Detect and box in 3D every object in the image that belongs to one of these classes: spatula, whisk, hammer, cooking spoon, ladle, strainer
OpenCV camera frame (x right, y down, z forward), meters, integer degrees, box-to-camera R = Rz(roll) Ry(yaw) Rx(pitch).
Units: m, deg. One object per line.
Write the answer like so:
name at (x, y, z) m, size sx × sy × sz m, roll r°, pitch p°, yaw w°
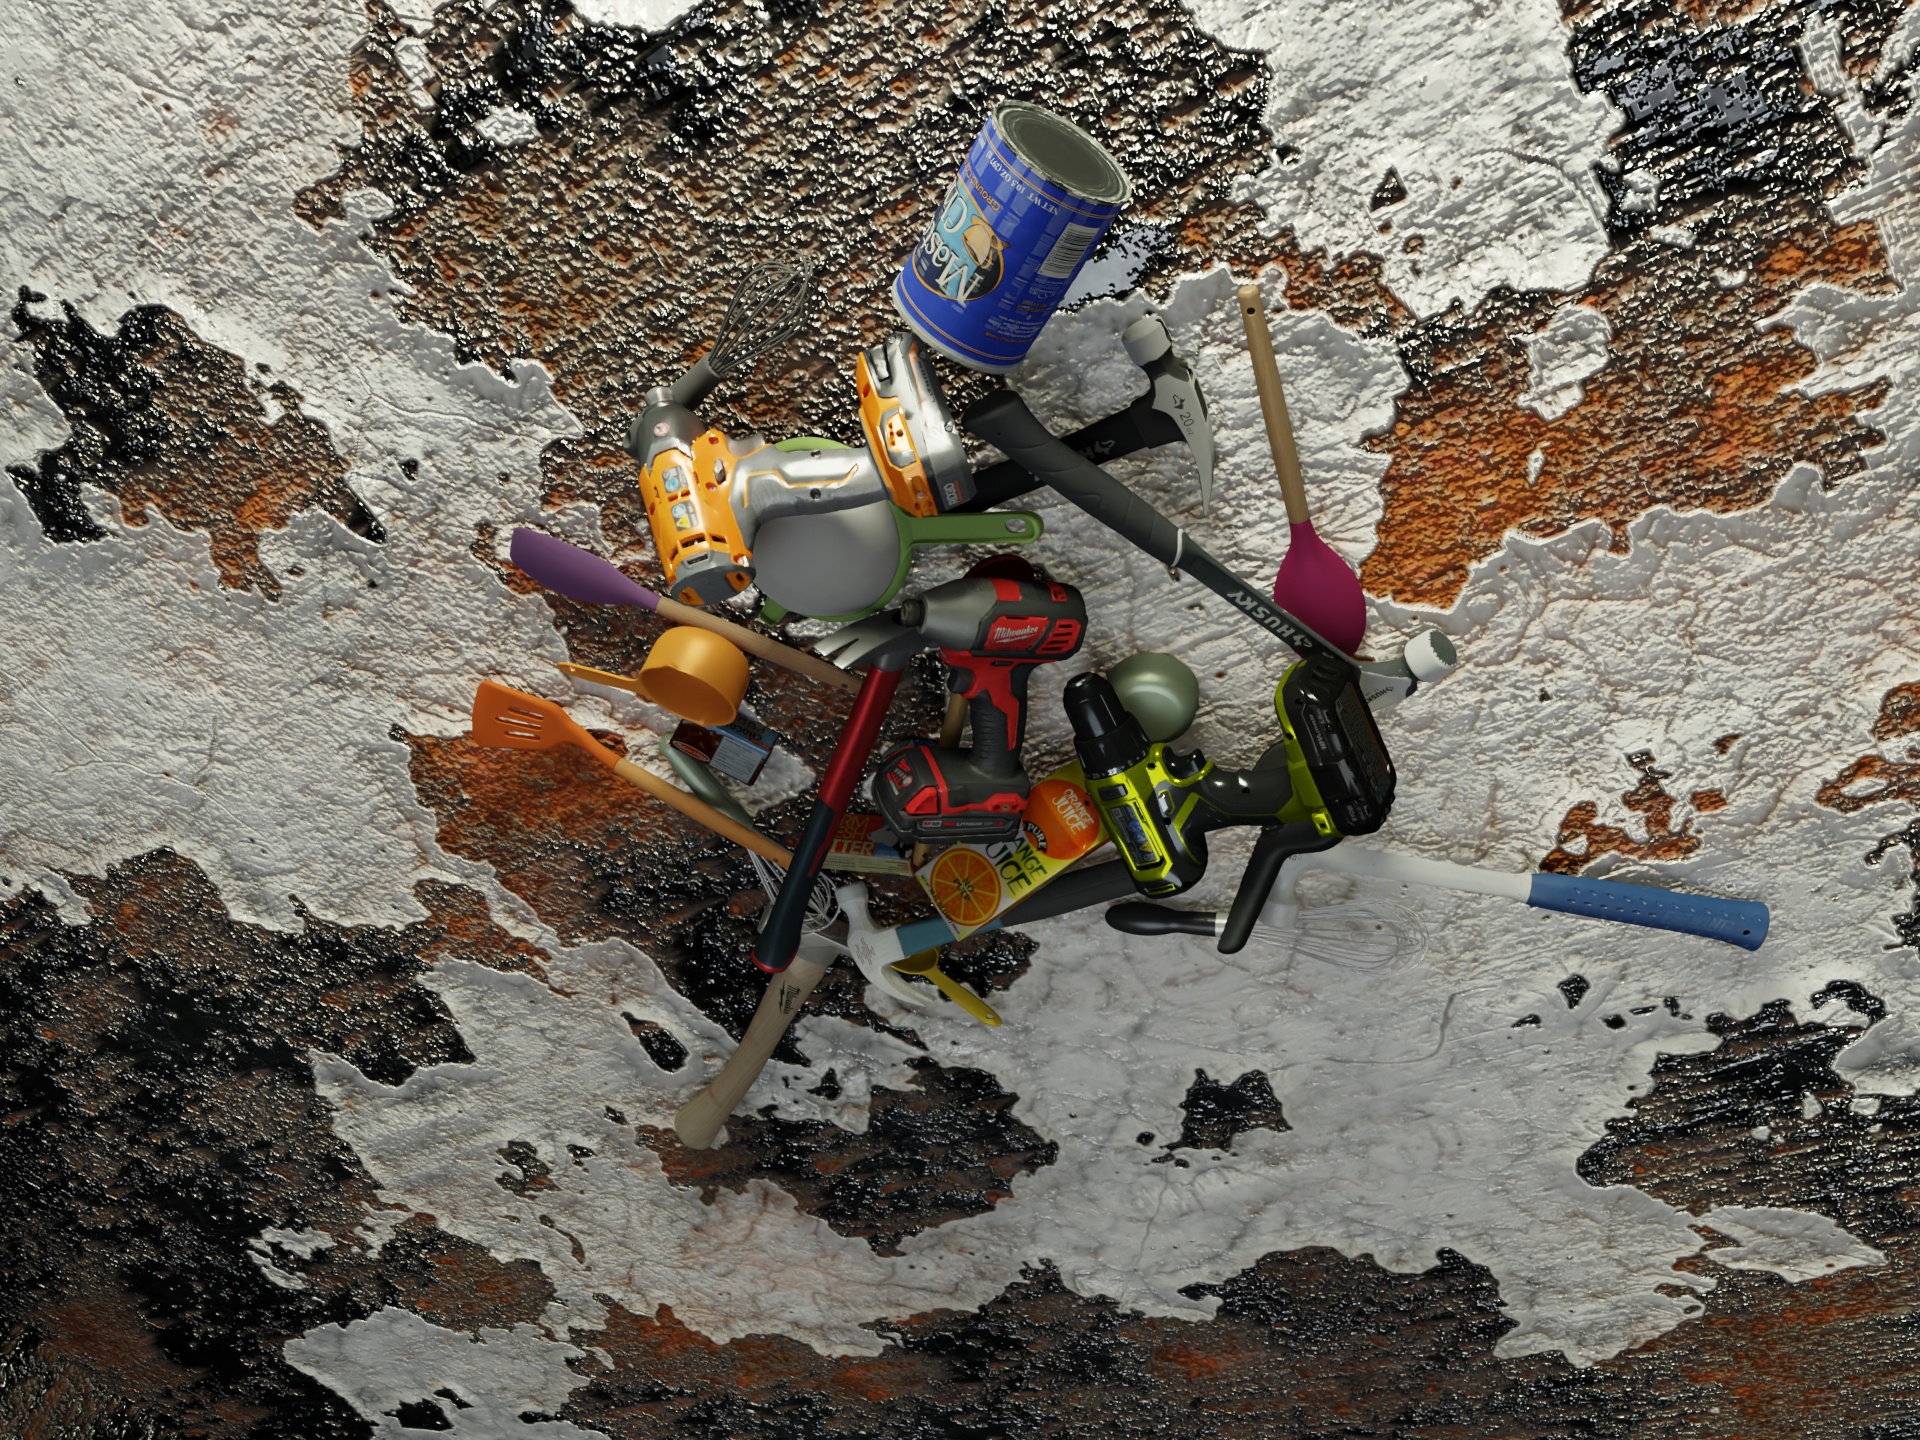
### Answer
spatula at (-0.230, -0.086, 1.338) m, size 0.316 × 0.018 × 0.059 m, roll 22°, pitch 136°, yaw -3°
whisk at (-0.182, -0.264, 1.171) m, size 0.055 × 0.055 × 0.239 m, roll 41°, pitch 130°, yaw -19°
whisk at (-0.195, 0.104, 1.468) m, size 0.059 × 0.058 × 0.246 m, roll -39°, pitch 112°, yaw -3°
whisk at (0.268, 0.183, 1.411) m, size 0.284 × 0.070 × 0.070 m, roll 3°, pitch 128°, yaw 18°
hammer at (0.170, -0.114, 1.167) m, size 0.408 × 0.036 × 0.149 m, roll 32°, pitch 137°, yaw -21°
spatula at (-0.292, 0.057, 1.428) m, size 0.322 × 0.041 × 0.081 m, roll 28°, pitch 130°, yaw 8°
cooking spoon at (0.241, -0.168, 1.157) m, size 0.069 × 0.017 × 0.318 m, roll -8°, pitch 126°, yaw 19°
hammer at (0.032, -0.173, 1.194) m, size 0.335 × 0.035 × 0.146 m, roll -19°, pitch 120°, yaw 26°
hammer at (-0.201, 0.338, 1.656) m, size 0.146 × 0.038 × 0.410 m, roll 25°, pitch 130°, yaw -8°
hammer at (0.459, 0.132, 1.314) m, size 0.405 × 0.035 × 0.144 m, roll 9°, pitch 106°, yaw 1°
ladle at (-0.002, -0.004, 1.310) m, size 0.069 × 0.031 × 0.315 m, roll -4°, pitch 126°, yaw -28°
strainer at (-0.067, -0.132, 1.184) m, size 0.256 × 0.069 × 0.151 m, roll 1°, pitch 118°, yaw 22°
hammer at (0.048, 0.169, 1.439) m, size 0.331 × 0.033 × 0.128 m, roll -19°, pitch 87°, yaw 20°
hammer at (-0.118, 0.073, 1.328) m, size 0.038 × 0.143 × 0.386 m, roll 39°, pitch 125°, yaw 22°

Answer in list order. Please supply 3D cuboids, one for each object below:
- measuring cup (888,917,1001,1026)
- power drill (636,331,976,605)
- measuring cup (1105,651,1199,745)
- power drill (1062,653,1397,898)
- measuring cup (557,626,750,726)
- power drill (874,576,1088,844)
measuring cup at (-0.013, 0.244, 1.542) m, size 0.062 × 0.029 × 0.156 m, roll -32°, pitch 117°, yaw 32°
power drill at (-0.119, -0.192, 1.128) m, size 0.226 × 0.164 × 0.084 m, roll -20°, pitch 164°, yaw 2°
measuring cup at (0.139, 0.018, 1.316) m, size 0.083 × 0.038 × 0.167 m, roll 23°, pitch 127°, yaw -4°
power drill at (0.198, 0.030, 1.224) m, size 0.228 × 0.080 × 0.190 m, roll -17°, pitch 107°, yaw 34°
measuring cup at (-0.260, -0.048, 1.352) m, size 0.174 × 0.052 × 0.095 m, roll 12°, pitch 151°, yaw 19°
power drill at (0.006, -0.012, 1.243) m, size 0.143 × 0.079 × 0.219 m, roll 2°, pitch 123°, yaw -22°
